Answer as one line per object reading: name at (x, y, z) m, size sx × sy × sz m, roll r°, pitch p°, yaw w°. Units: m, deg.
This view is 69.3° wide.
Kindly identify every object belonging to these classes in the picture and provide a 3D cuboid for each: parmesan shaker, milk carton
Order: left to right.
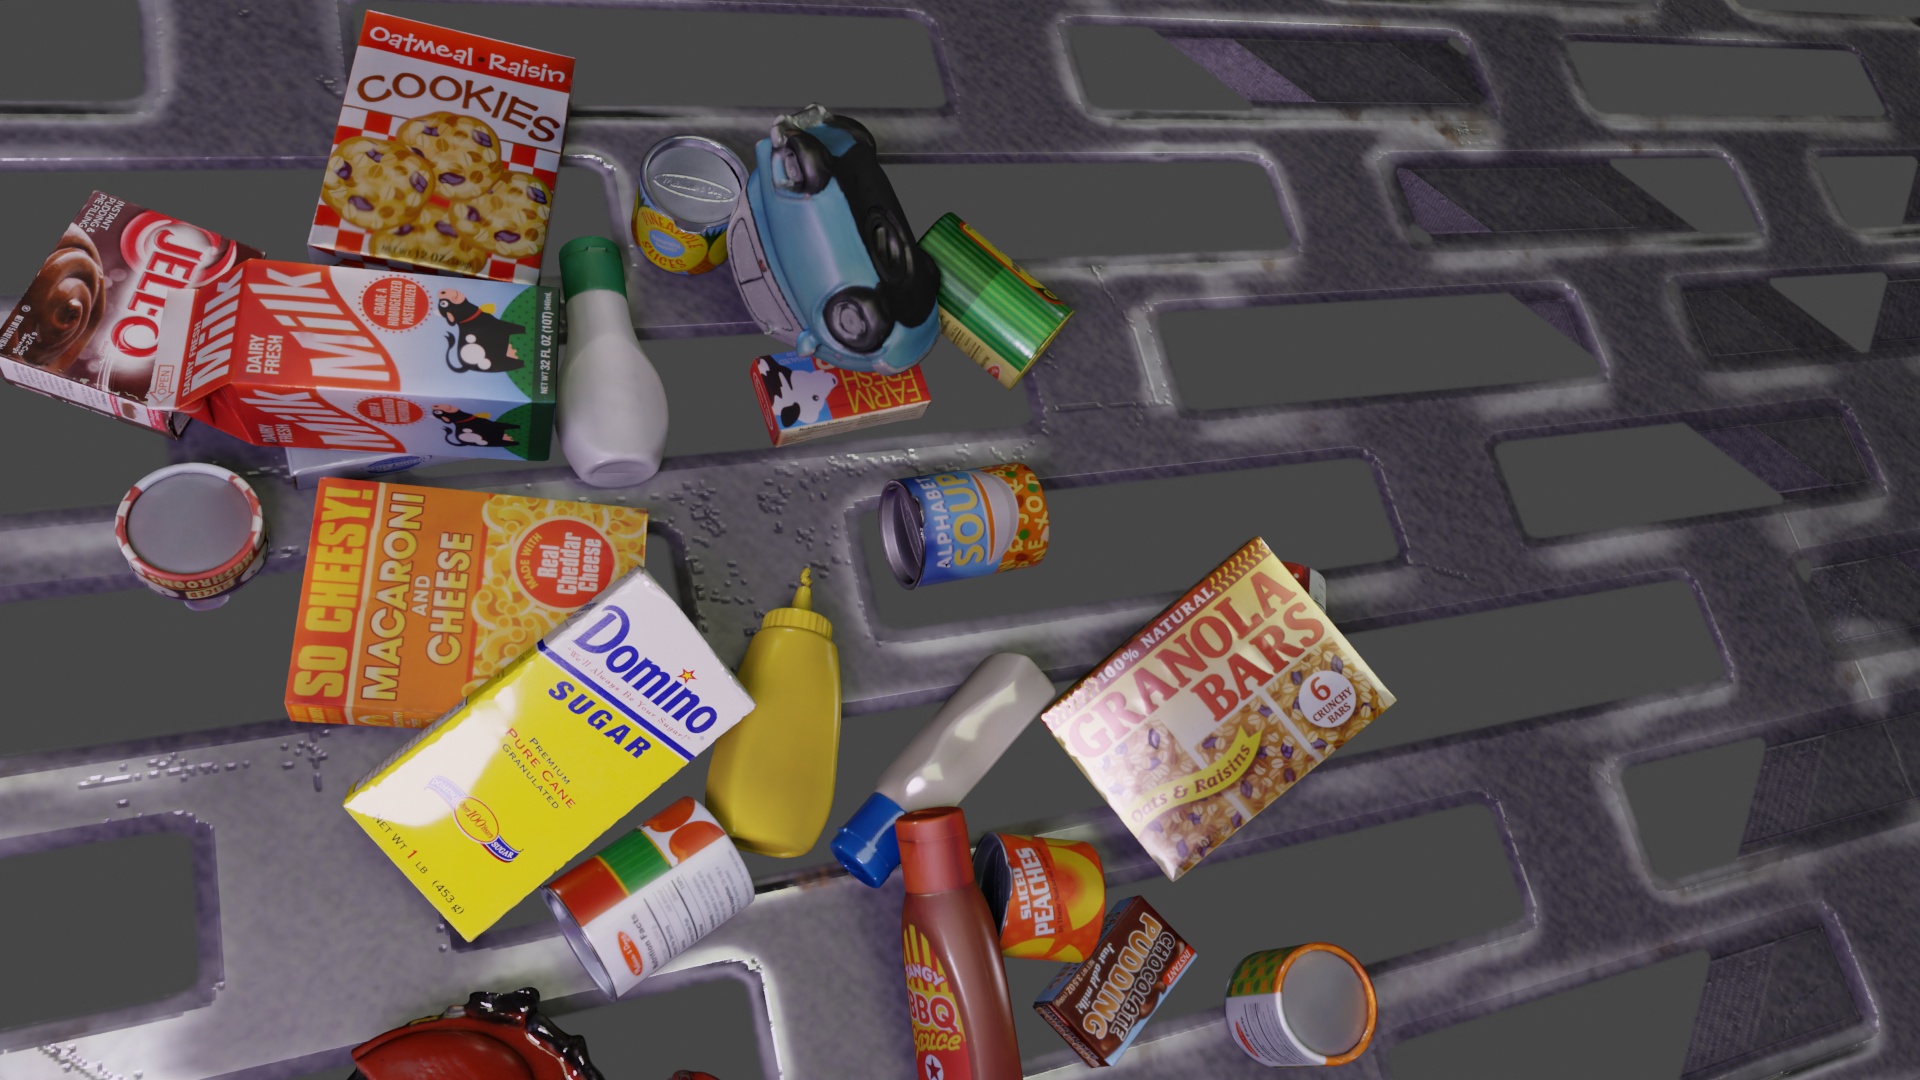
milk carton at (-0.309, -0.092, 0.719) m, size 0.191 × 0.073 × 0.072 m, roll 3°, pitch 67°, yaw -18°
parmesan shaker at (0.013, -0.155, 0.891) m, size 0.103 × 0.071 × 0.071 m, roll 40°, pitch 61°, yaw -1°

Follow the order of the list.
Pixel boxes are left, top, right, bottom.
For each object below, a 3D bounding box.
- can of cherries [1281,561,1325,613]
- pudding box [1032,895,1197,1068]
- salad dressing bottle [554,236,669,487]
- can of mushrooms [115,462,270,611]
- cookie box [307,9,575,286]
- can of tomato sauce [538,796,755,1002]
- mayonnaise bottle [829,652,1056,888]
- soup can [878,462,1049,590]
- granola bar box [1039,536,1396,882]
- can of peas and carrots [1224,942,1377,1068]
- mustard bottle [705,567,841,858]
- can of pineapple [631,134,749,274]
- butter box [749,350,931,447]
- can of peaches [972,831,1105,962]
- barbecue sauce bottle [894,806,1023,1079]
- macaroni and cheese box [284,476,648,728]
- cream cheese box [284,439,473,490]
can of cherries at (0.194, 0.051, 0.875) m, size 0.071 × 0.071 × 0.058 m, roll 14°, pitch 65°, yaw -14°
pudding box at (0.087, 0.246, 0.775) m, size 0.049 × 0.030 × 0.084 m, roll 47°, pitch 62°, yaw 2°
salad dressing bottle at (-0.207, -0.105, 0.808) m, size 0.064 × 0.043 × 0.148 m, roll -2°, pitch 68°, yaw -26°
can of mushrooms at (-0.388, -0.002, 0.705) m, size 0.071 × 0.033 × 0.071 m, roll 8°, pitch 66°, yaw -17°
cookie box at (-0.303, -0.224, 0.825) m, size 0.123 × 0.040 × 0.168 m, roll 9°, pitch 67°, yaw -16°
can of tomato sauce at (-0.157, 0.177, 0.697) m, size 0.083 × 0.071 × 0.071 m, roll -31°, pitch 82°, yaw -28°
mayonnaise bottle at (-0.011, 0.126, 0.774) m, size 0.041 × 0.064 × 0.149 m, roll 48°, pitch 65°, yaw -10°
soup can at (0.003, -0.010, 0.828) m, size 0.084 × 0.071 × 0.071 m, roll -10°, pitch 72°, yaw -23°
granola bar box at (0.148, 0.097, 0.813) m, size 0.165 × 0.039 × 0.124 m, roll -39°, pitch 85°, yaw 1°
can of peas and carrots at (0.195, 0.263, 0.791) m, size 0.071 × 0.058 × 0.071 m, roll 7°, pitch 67°, yaw -17°
mustard bottle at (-0.096, 0.090, 0.762) m, size 0.065 × 0.048 × 0.161 m, roll 22°, pitch 61°, yaw -26°
can of pineapple at (-0.168, -0.204, 0.855) m, size 0.071 × 0.057 × 0.071 m, roll 7°, pitch 67°, yaw -17°
butter box at (-0.074, -0.095, 0.862) m, size 0.104 × 0.024 × 0.053 m, roll -14°, pitch 75°, yaw -24°
can of peaches at (0.041, 0.194, 0.757) m, size 0.058 × 0.071 × 0.071 m, roll 10°, pitch 66°, yaw -17°
barbecue sauce bottle at (-0.005, 0.214, 0.716) m, size 0.044 × 0.064 × 0.148 m, roll -7°, pitch 88°, yaw -36°
macaroni and cheese box at (-0.255, 0.038, 0.733) m, size 0.167 × 0.040 × 0.124 m, roll 6°, pitch 67°, yaw -18°
cream cheese box at (-0.316, -0.065, 0.762) m, size 0.104 × 0.024 × 0.053 m, roll -13°, pitch 74°, yaw -24°
